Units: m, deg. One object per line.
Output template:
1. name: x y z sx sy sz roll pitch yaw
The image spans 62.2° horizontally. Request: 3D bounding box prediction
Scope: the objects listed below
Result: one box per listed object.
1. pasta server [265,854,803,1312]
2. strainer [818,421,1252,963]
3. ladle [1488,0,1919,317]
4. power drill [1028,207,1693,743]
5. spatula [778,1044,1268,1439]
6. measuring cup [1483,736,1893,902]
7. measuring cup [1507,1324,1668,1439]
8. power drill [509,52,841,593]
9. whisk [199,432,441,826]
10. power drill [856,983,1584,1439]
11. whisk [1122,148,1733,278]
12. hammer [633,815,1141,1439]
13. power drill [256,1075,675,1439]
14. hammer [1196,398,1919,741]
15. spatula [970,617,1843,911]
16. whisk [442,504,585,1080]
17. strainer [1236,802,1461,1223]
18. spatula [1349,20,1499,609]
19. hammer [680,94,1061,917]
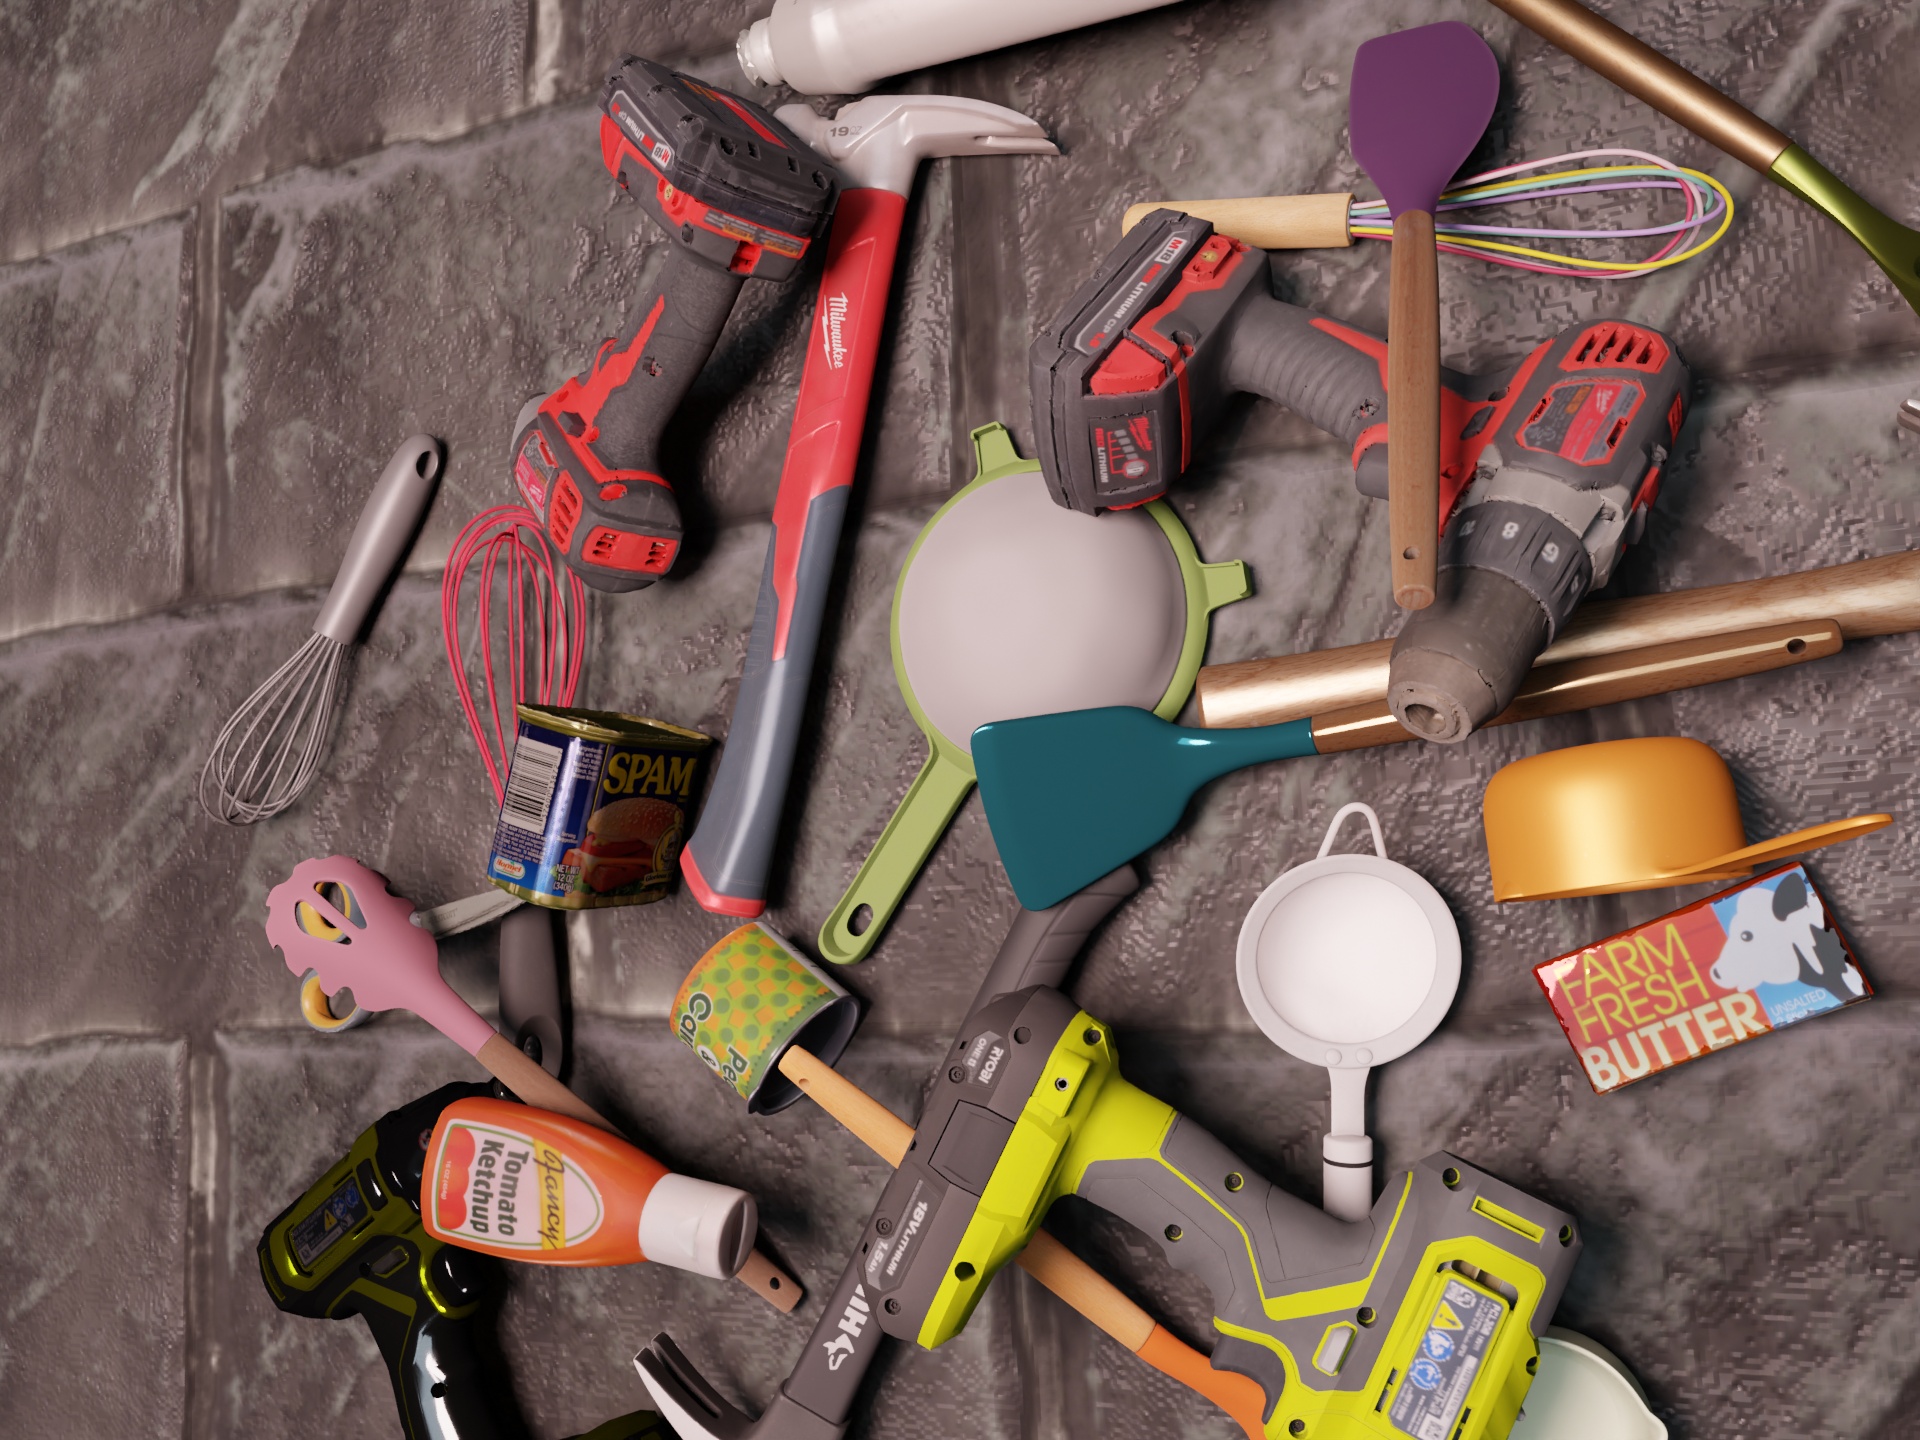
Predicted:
1. pasta server: -0.199 0.169 0.742 0.316 0.040 0.060 39 69 3
2. strainer: -0.001 -0.002 0.692 0.152 0.069 0.256 34 97 23
3. ladle: 0.294 -0.236 0.600 0.078 0.062 0.320 -29 62 -28
4. power drill: 0.137 -0.096 0.599 0.227 0.080 0.188 23 61 25
5. spatula: 0.052 0.237 0.637 0.323 0.041 0.081 36 122 10
6. measuring cup: 0.243 0.027 0.537 0.095 0.173 0.052 -4 77 -12
7. measuring cup: 0.229 0.305 0.579 0.083 0.038 0.168 -19 79 21
8. power drill: -0.151 -0.185 0.751 0.143 0.078 0.219 51 122 41
9. whisk: -0.341 -0.048 0.858 0.055 0.055 0.239 27 91 23
10. power drill: 0.083 0.216 0.577 0.228 0.080 0.190 25 86 14
11. whisk: 0.181 -0.204 0.652 0.245 0.051 0.047 7 93 27
12. hammer: -0.016 0.189 0.688 0.146 0.035 0.335 26 93 10
13. power drill: -0.232 0.293 0.755 0.171 0.080 0.223 -41 69 19
14. hammer: 0.252 -0.034 0.608 0.331 0.031 0.130 -10 81 22
15. spatula: 0.160 0.005 0.606 0.317 0.044 0.082 -13 99 25
16. whisk: -0.216 0.040 0.788 0.073 0.073 0.296 -3 89 23
17. strainer: 0.151 0.160 0.626 0.087 0.050 0.258 0 90 3
18. spatula: 0.170 -0.167 0.587 0.060 0.018 0.316 -4 53 23
19. hammer: -0.056 -0.098 0.737 0.143 0.038 0.386 9 87 25
